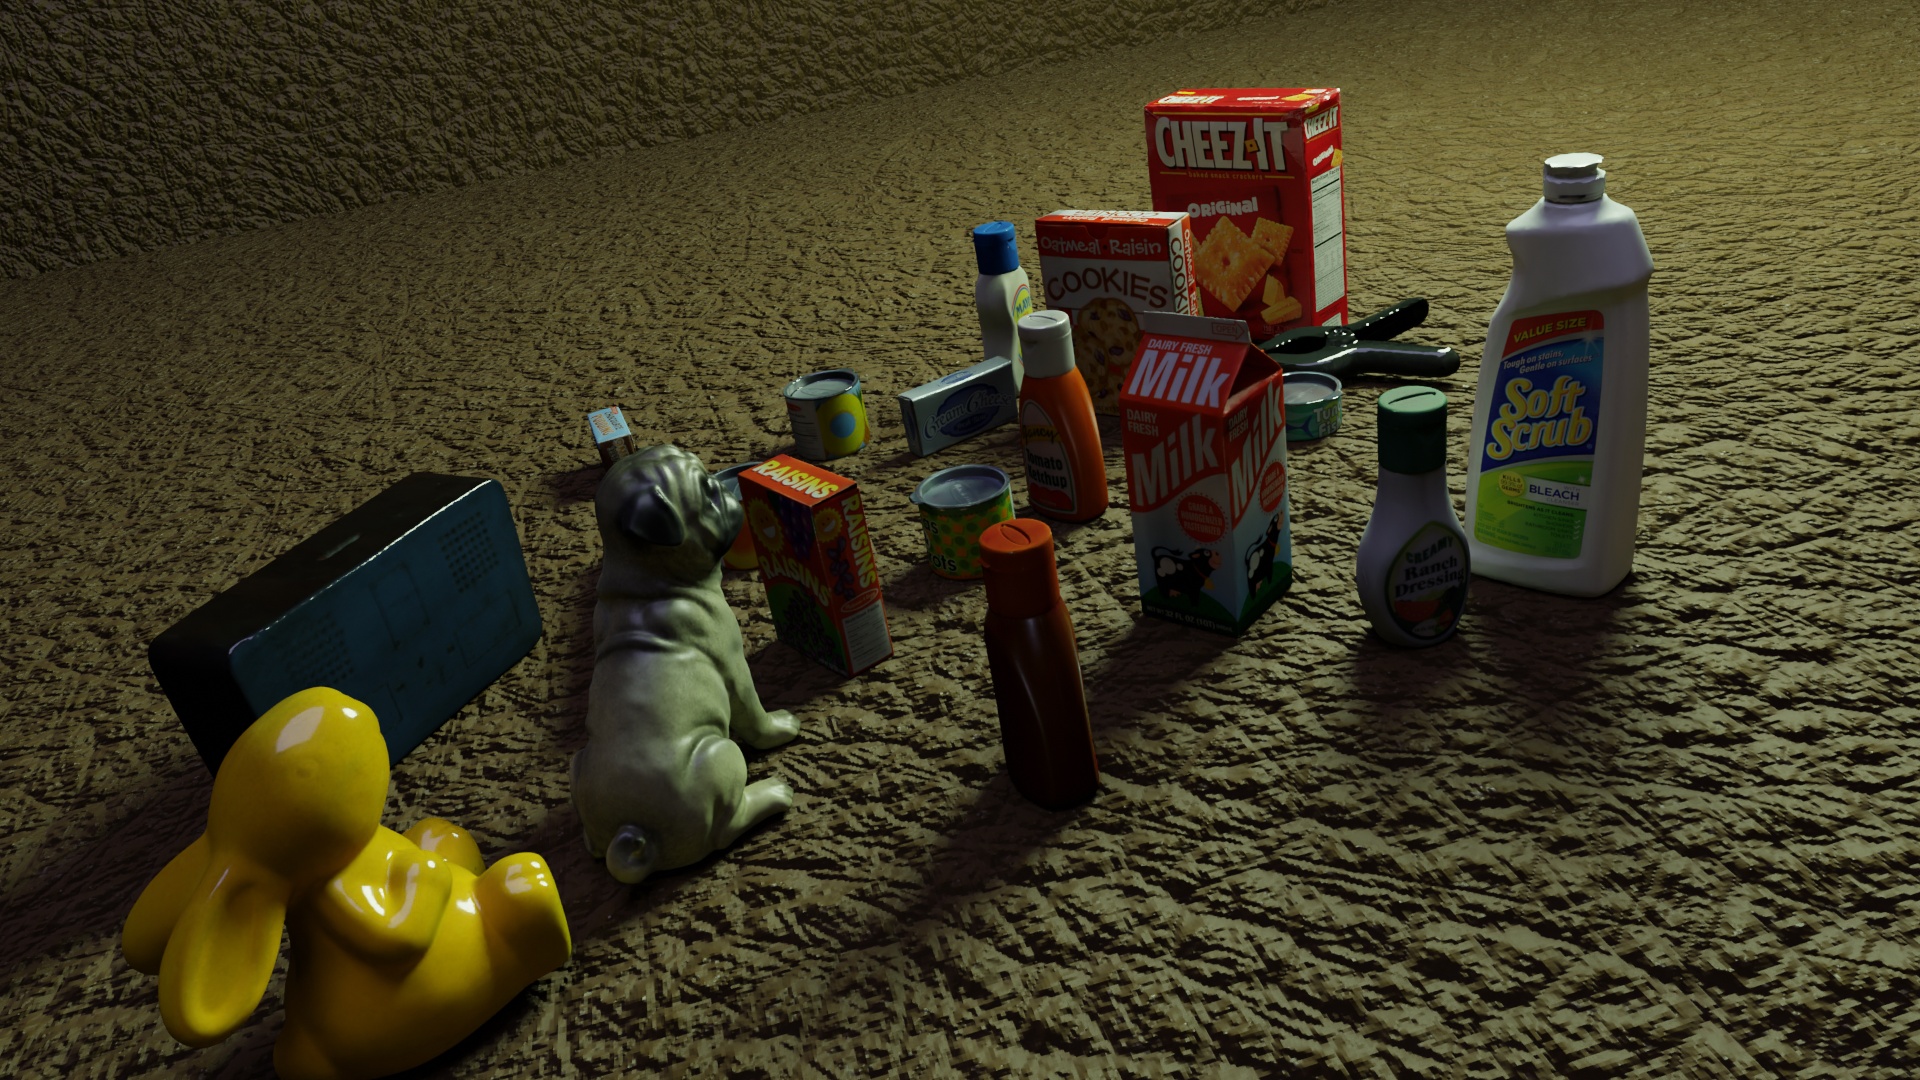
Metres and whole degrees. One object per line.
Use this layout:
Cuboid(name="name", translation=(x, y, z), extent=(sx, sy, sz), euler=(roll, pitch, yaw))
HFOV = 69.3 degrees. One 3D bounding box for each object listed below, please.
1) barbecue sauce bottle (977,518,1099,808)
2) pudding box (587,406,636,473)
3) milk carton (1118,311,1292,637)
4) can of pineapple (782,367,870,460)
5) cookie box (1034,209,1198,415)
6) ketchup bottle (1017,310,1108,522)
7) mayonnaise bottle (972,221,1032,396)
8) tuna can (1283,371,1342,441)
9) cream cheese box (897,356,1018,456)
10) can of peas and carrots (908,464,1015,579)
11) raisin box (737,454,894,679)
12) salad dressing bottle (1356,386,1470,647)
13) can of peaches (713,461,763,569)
Cuboid(name="barbecue sauce bottle", translation=(0.038, 0.062, 0.712), extent=(0.044, 0.147, 0.065), euler=(-19, 28, -17))
Cuboid(name="pudding box", translation=(-0.301, -0.081, 1.214), extent=(0.030, 0.049, 0.084), euler=(-17, 28, -14))
Cuboid(name="milk carton", translation=(0.148, -0.045, 0.835), extent=(0.072, 0.189, 0.074), euler=(13, 35, 38))
Cuboid(name="can of pineapple", translation=(-0.113, -0.109, 1.193), extent=(0.071, 0.057, 0.071), euler=(-8, 27, 4))
Cuboid(name="cookie box", translation=(0.131, -0.183, 1.133), extent=(0.123, 0.166, 0.040), euler=(11, 33, 35))
Cuboid(name="ketchup bottle", translation=(0.069, -0.089, 0.992), extent=(0.044, 0.148, 0.065), euler=(-29, 32, -32))
Cuboid(name="mayonnaise bottle", translation=(0.040, -0.205, 1.228), extent=(0.041, 0.147, 0.065), euler=(4, 30, 27))
Cuboid(name="tuna can", translation=(0.265, -0.104, 1.081), extent=(0.071, 0.032, 0.071), euler=(-8, 27, 4))
Cuboid(name="cream cheese box", translation=(0.000, -0.113, 1.167), extent=(0.104, 0.053, 0.024), euler=(-24, 30, -25))
Cuboid(name="can of peas and carrots", translation=(0.003, -0.012, 0.965), extent=(0.071, 0.058, 0.071), euler=(-8, 27, 4))
Cuboid(name="raisin box", translation=(-0.090, 0.015, 0.874), extent=(0.040, 0.122, 0.086), euler=(-28, 32, -31))
Cuboid(name="salad dressing bottle", translation=(0.254, -0.012, 0.781), extent=(0.064, 0.147, 0.044), euler=(-15, 27, -8))
Cuboid(name="can of peaches", translation=(-0.155, -0.019, 1.034), extent=(0.071, 0.057, 0.071), euler=(-8, 27, 4))
